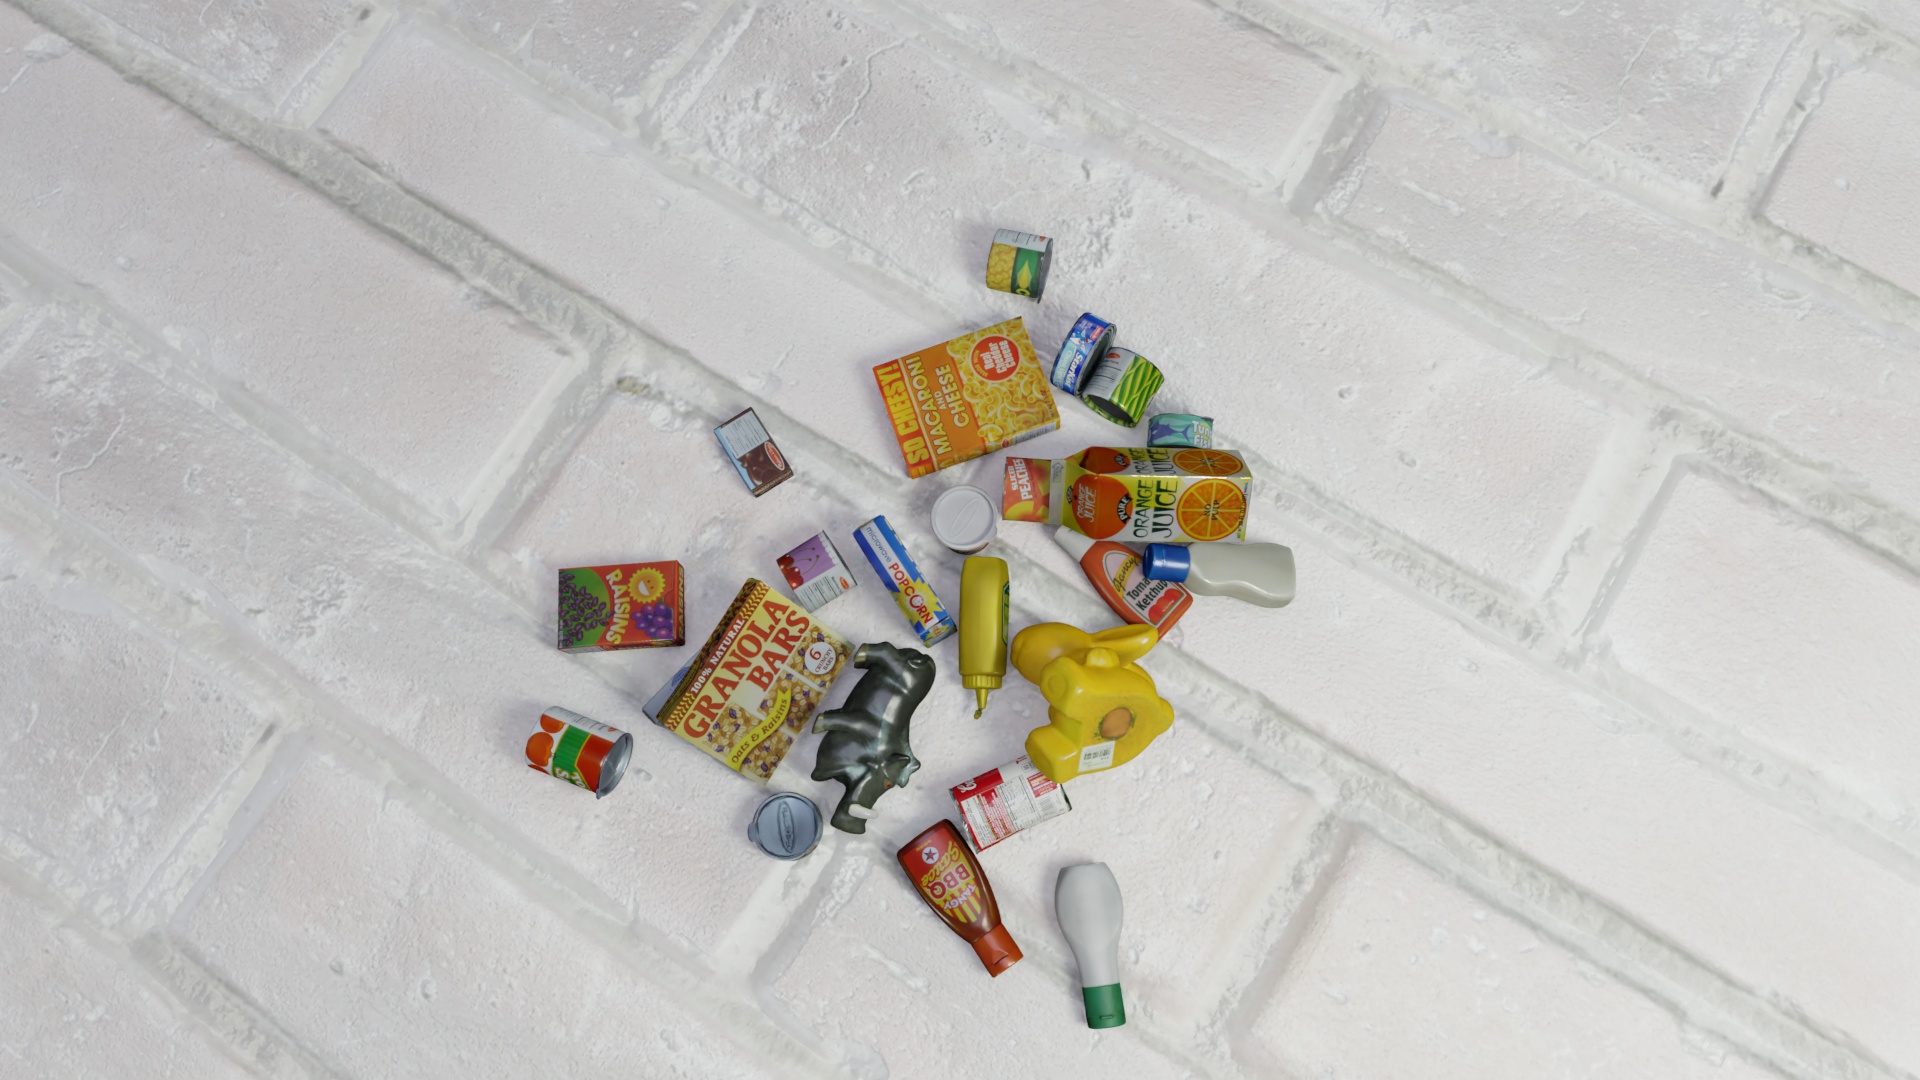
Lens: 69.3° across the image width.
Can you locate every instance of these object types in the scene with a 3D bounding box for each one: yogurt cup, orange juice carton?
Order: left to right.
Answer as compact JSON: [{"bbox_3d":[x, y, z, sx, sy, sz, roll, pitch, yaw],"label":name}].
[{"bbox_3d":[0.005,-0.018,1.414,0.072,0.054,0.072,-1,75,4],"label":"yogurt cup"},{"bbox_3d":[0.183,-0.046,1.366,0.193,0.073,0.071,1,116,-3],"label":"orange juice carton"}]

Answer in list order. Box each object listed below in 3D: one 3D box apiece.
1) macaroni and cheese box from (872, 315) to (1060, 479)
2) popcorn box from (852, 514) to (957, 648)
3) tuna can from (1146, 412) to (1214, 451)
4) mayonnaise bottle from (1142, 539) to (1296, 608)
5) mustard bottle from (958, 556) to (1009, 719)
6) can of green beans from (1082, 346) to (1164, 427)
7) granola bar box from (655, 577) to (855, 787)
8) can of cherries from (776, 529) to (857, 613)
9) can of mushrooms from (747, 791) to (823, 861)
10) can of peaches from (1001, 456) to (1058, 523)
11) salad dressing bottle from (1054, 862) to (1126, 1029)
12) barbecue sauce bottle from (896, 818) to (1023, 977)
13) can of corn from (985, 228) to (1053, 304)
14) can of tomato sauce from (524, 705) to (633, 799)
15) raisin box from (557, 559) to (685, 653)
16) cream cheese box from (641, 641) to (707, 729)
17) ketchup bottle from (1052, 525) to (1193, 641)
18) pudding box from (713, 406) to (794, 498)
[{"bbox_3d":[0.006,-0.149,1.456,0.166,0.040,0.124,-19,75,-2],"label":"macaroni and cheese box"},{"bbox_3d":[-0.055,0.041,1.386,0.038,0.085,0.127,-33,76,-3],"label":"popcorn box"},{"bbox_3d":[0.225,-0.105,1.414,0.071,0.071,0.033,4,78,5],"label":"tuna can"},{"bbox_3d":[0.255,0.028,1.372,0.148,0.041,0.065,7,63,-10],"label":"mayonnaise bottle"},{"bbox_3d":[0.023,0.098,1.380,0.049,0.065,0.160,0,81,10],"label":"mustard bottle"},{"bbox_3d":[0.168,-0.158,1.434,0.071,0.071,0.058,30,80,11],"label":"can of green beans"},{"bbox_3d":[-0.200,0.138,1.364,0.124,0.039,0.166,37,79,-23],"label":"granola bar box"},{"bbox_3d":[-0.147,0.031,1.407,0.058,0.071,0.071,-32,76,-3],"label":"can of cherries"},{"bbox_3d":[-0.170,0.280,1.358,0.071,0.033,0.071,-1,76,4],"label":"can of mushrooms"},{"bbox_3d":[0.073,-0.052,1.410,0.058,0.071,0.071,4,76,4],"label":"can of peaches"},{"bbox_3d":[0.126,0.380,1.306,0.064,0.044,0.148,-8,76,0],"label":"salad dressing bottle"},{"bbox_3d":[0.004,0.343,1.324,0.065,0.043,0.149,-35,76,-1],"label":"barbecue sauce bottle"},{"bbox_3d":[0.062,-0.292,1.478,0.058,0.071,0.071,13,77,8],"label":"can of corn"},{"bbox_3d":[-0.378,0.210,1.374,0.083,0.071,0.071,19,78,10],"label":"can of tomato sauce"},{"bbox_3d":[-0.347,0.068,1.424,0.123,0.040,0.086,-4,74,2],"label":"raisin box"},{"bbox_3d":[-0.269,0.143,1.391,0.024,0.053,0.104,42,82,11],"label":"cream cheese box"},{"bbox_3d":[0.159,0.034,1.395,0.149,0.043,0.065,42,72,13],"label":"ketchup bottle"},{"bbox_3d":[-0.218,-0.092,1.462,0.050,0.030,0.084,-32,75,-6],"label":"pudding box"}]
